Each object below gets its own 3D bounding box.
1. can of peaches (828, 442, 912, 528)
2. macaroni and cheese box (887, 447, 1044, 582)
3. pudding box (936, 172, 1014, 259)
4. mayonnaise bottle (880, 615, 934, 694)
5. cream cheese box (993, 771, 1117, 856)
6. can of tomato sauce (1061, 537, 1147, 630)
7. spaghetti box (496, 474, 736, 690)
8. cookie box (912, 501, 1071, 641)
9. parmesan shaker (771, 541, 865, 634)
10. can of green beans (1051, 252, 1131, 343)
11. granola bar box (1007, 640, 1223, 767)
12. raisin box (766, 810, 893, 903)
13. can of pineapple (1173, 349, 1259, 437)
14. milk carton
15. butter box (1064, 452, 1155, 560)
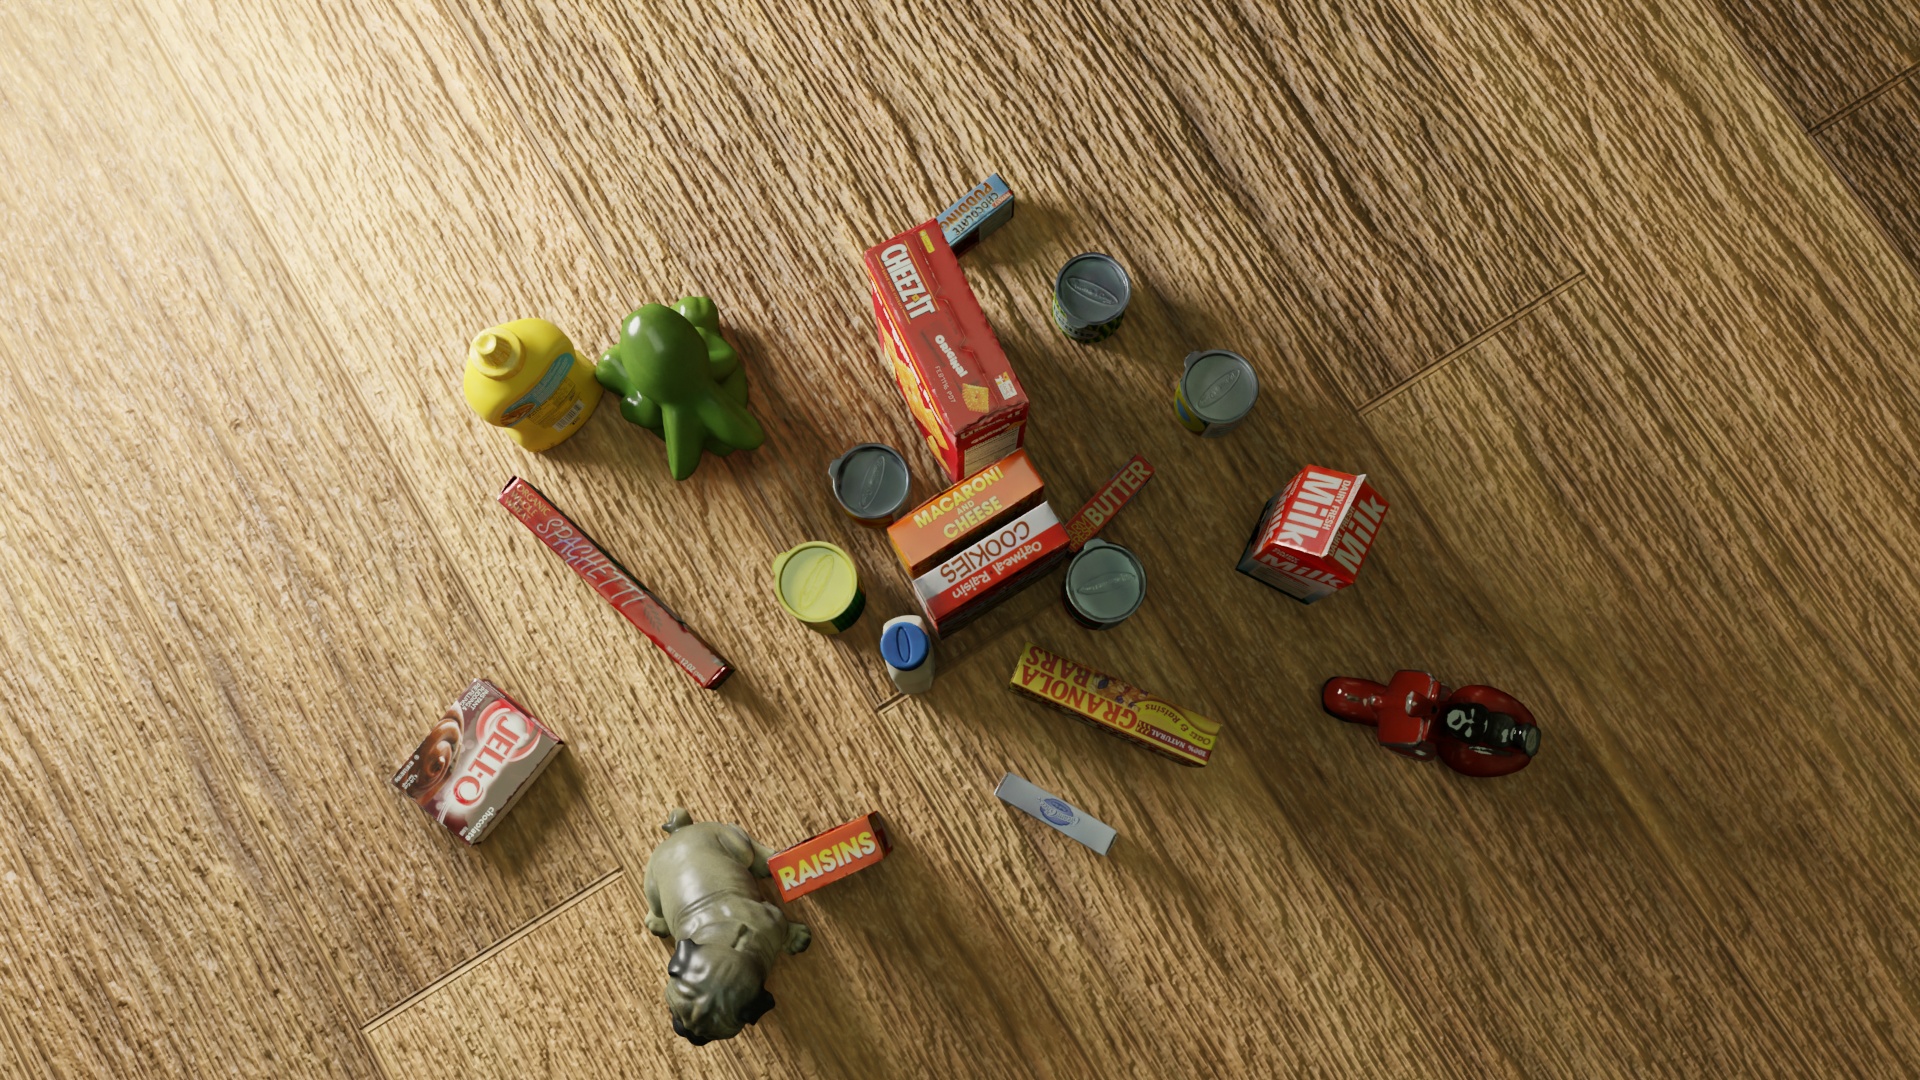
[{"bbox_3d":[-0.077,-0.047,1.200,0.071,0.058,0.071,0,81,0],"label":"can of peaches"},{"bbox_3d":[0.004,-0.014,1.139,0.124,0.166,0.040,-32,82,-4],"label":"macaroni and cheese box"},{"bbox_3d":[0.009,-0.286,1.243,0.084,0.049,0.030,-39,83,-6],"label":"pudding box"},{"bbox_3d":[-0.043,0.090,1.131,0.041,0.148,0.065,-10,81,-1],"label":"mayonnaise bottle"},{"bbox_3d":[0.078,0.226,1.155,0.104,0.053,0.024,28,82,5],"label":"cream cheese box"},{"bbox_3d":[0.118,0.038,1.171,0.071,0.083,0.071,0,81,0],"label":"can of tomato sauce"},{"bbox_3d":[-0.295,0.037,1.191,0.250,0.050,0.029,41,84,7],"label":"spaghetti box"},{"bbox_3d":[0.025,0.029,1.131,0.123,0.167,0.040,-31,82,-4],"label":"cookie box"},{"bbox_3d":[-0.117,0.039,1.162,0.071,0.103,0.071,0,81,0],"label":"parmesan shaker"},{"bbox_3d":[0.115,-0.213,1.226,0.071,0.057,0.071,0,81,0],"label":"can of green beans"},{"bbox_3d":[0.121,0.136,1.134,0.166,0.124,0.039,23,82,4],"label":"granola bar box"},{"bbox_3d":[-0.102,0.252,1.116,0.086,0.123,0.040,-23,82,-3],"label":"raisin box"},{"bbox_3d":[0.221,-0.129,1.212,0.071,0.058,0.071,0,81,0],"label":"can of pineapple"},{"bbox_3d":[0.286,-0.005,1.123,0.073,0.190,0.072,27,82,4],"label":"milk carton"},{"bbox_3d":[0.123,-0.028,1.198,0.024,0.053,0.103,44,84,7],"label":"butter box"}]
